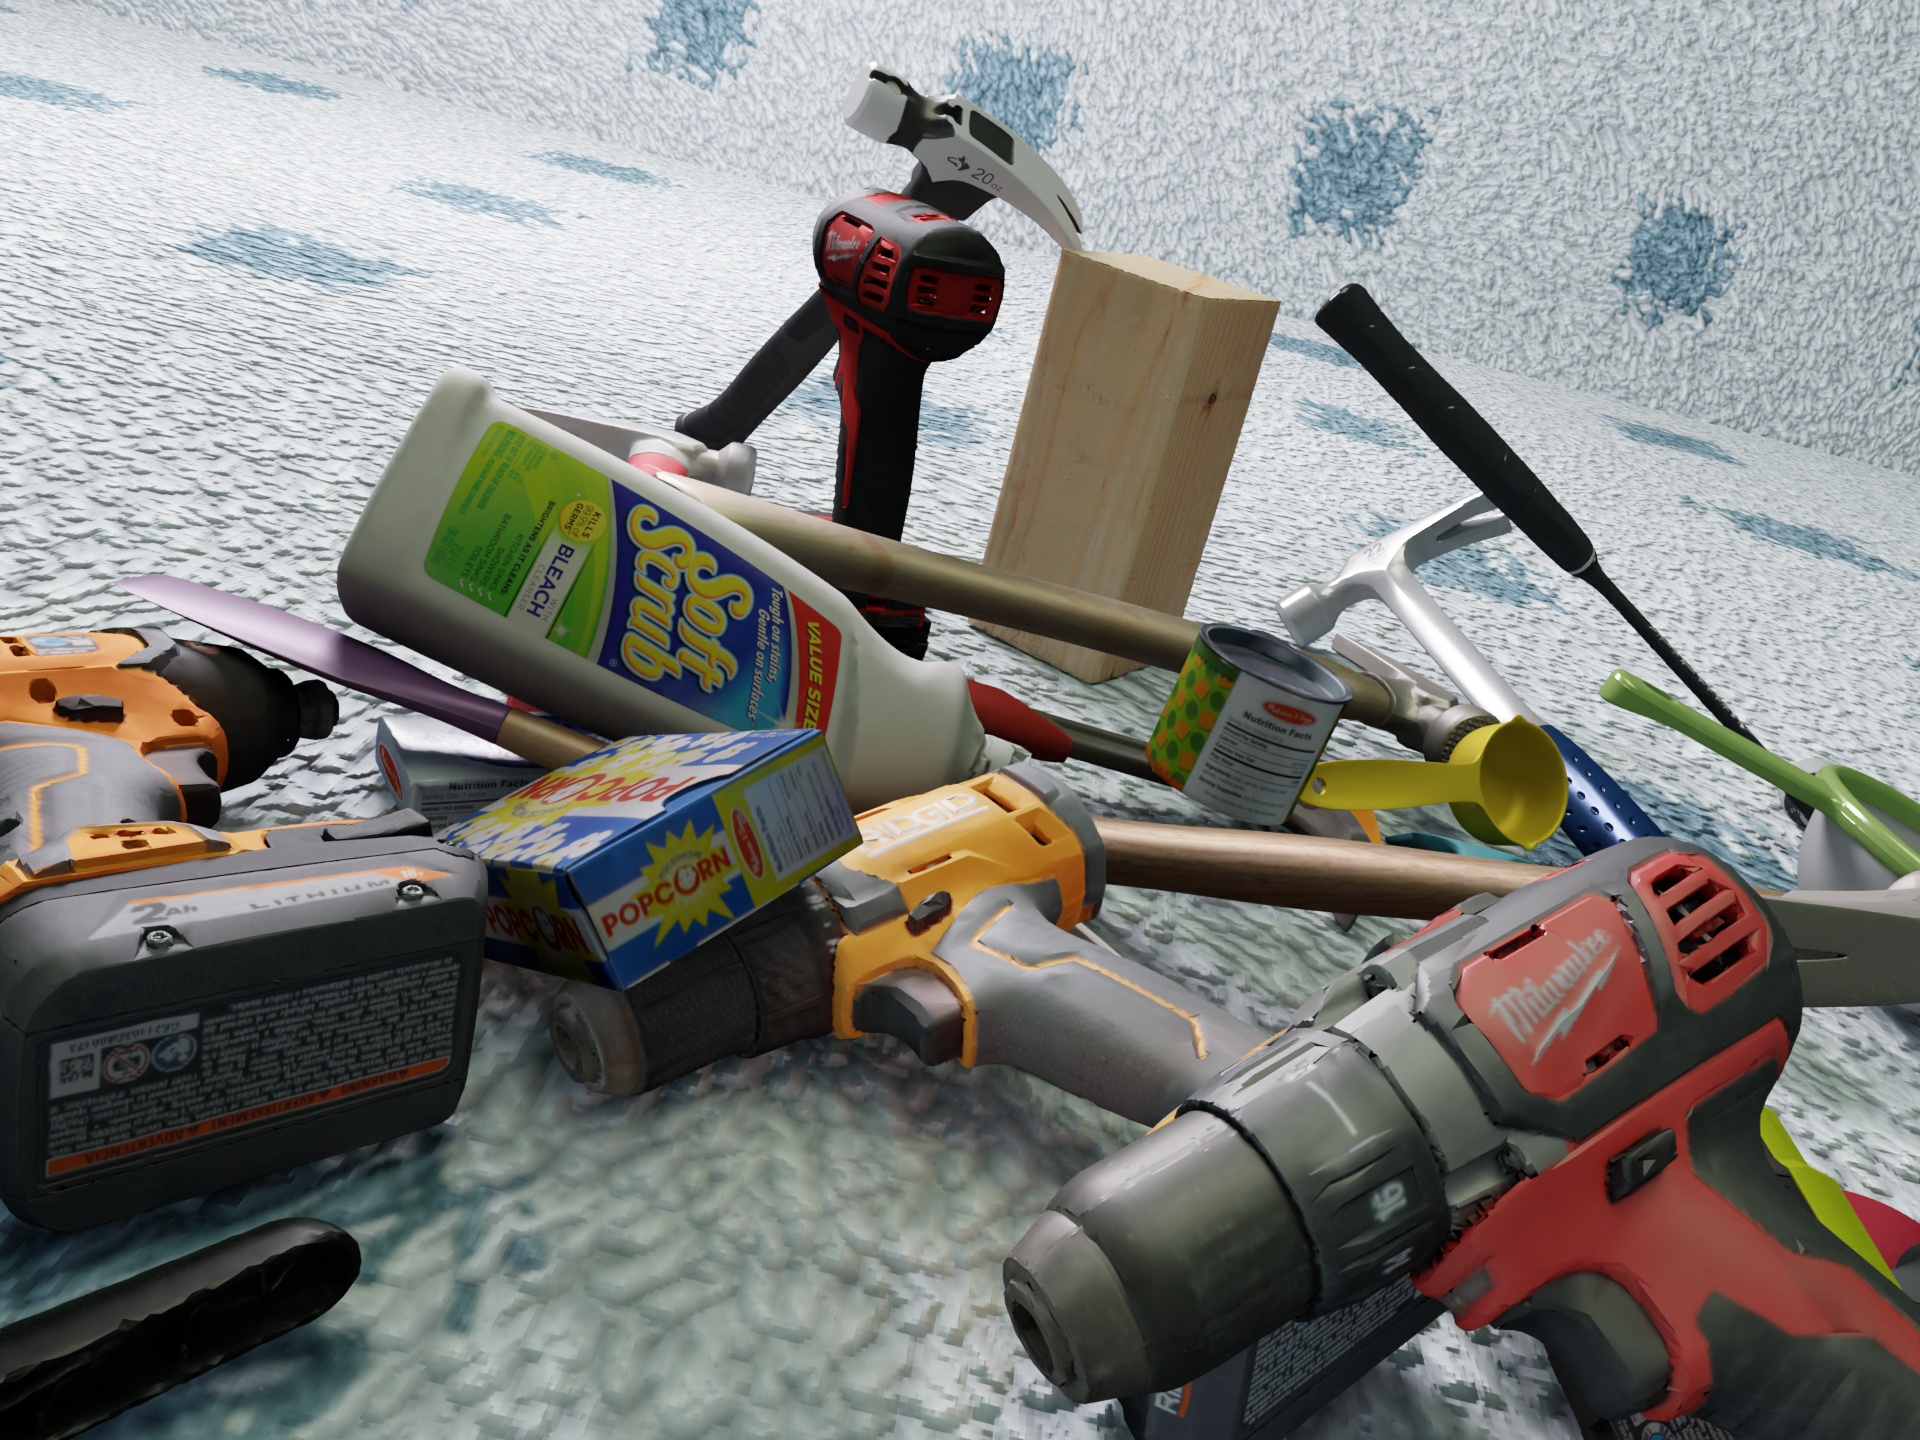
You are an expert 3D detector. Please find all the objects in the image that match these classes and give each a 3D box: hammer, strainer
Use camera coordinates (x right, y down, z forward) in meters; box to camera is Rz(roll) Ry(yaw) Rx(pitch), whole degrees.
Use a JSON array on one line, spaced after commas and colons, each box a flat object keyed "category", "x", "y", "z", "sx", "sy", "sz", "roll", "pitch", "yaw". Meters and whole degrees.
[{"category": "hammer", "x": -0.071, "y": -0.227, "z": 0.900, "sx": 0.146, "sy": 0.335, "sz": 0.035, "roll": 18, "pitch": 61, "yaw": -29}, {"category": "strainer", "x": 0.381, "y": 0.065, "z": 0.701, "sx": 0.256, "sy": 0.069, "sz": 0.151, "roll": 29, "pitch": 24, "yaw": -1}, {"category": "hammer", "x": 0.290, "y": 0.001, "z": 0.808, "sx": 0.035, "sy": 0.144, "sz": 0.406, "roll": 52, "pitch": 11, "yaw": -31}, {"category": "hammer", "x": -0.188, "y": -0.087, "z": 0.799, "sx": 0.143, "sy": 0.038, "sz": 0.387, "roll": 10, "pitch": 24, "yaw": -7}, {"category": "hammer", "x": 0.333, "y": -0.072, "z": 0.831, "sx": 0.409, "sy": 0.036, "sz": 0.149, "roll": 46, "pitch": 27, "yaw": -3}, {"category": "hammer", "x": -0.001, "y": -0.002, "z": 0.667, "sx": 0.359, "sy": 0.036, "sz": 0.149, "roll": 16, "pitch": 22, "yaw": -15}, {"category": "hammer", "x": 0.052, "y": -0.050, "z": 0.744, "sx": 0.410, "sy": 0.038, "sz": 0.146, "roll": 13, "pitch": 15, "yaw": -21}, {"category": "hammer", "x": 0.146, "y": 0.054, "z": 0.529, "sx": 0.331, "sy": 0.031, "sz": 0.130, "roll": 3, "pitch": 2, "yaw": 36}]

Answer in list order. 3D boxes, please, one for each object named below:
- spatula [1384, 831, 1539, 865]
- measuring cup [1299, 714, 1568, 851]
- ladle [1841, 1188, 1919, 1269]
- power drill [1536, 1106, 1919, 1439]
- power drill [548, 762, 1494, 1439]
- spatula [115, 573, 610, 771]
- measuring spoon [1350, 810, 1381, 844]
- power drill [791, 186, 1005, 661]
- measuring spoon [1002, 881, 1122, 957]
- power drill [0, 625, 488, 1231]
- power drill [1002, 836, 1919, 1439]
[{"category": "spatula", "x": 0.186, "y": 0.095, "z": 0.588, "sx": 0.082, "sy": 0.044, "sz": 0.317, "roll": 18, "pitch": 23, "yaw": 15}, {"category": "measuring cup", "x": 0.204, "y": 0.029, "z": 0.706, "sx": 0.156, "sy": 0.062, "sz": 0.029, "roll": 1, "pitch": -7, "yaw": -26}, {"category": "ladle", "x": 0.172, "y": 0.142, "z": 0.505, "sx": 0.315, "sy": 0.031, "sz": 0.069, "roll": 14, "pitch": 27, "yaw": 4}, {"category": "power drill", "x": 0.270, "y": 0.142, "z": 0.445, "sx": 0.223, "sy": 0.080, "sz": 0.171, "roll": 3, "pitch": 46, "yaw": -19}, {"category": "power drill", "x": 0.011, "y": 0.097, "z": 0.442, "sx": 0.185, "sy": 0.084, "sz": 0.226, "roll": -19, "pitch": 35, "yaw": -34}, {"category": "spatula", "x": -0.136, "y": 0.012, "z": 0.562, "sx": 0.316, "sy": 0.018, "sz": 0.060, "roll": 23, "pitch": 8, "yaw": -6}, {"category": "measuring spoon", "x": 0.183, "y": 0.053, "z": 0.734, "sx": 0.021, "sy": 0.011, "sz": 0.117, "roll": 0, "pitch": 24, "yaw": 12}, {"category": "power drill", "x": -0.052, "y": -0.145, "z": 0.776, "sx": 0.078, "sy": 0.219, "sz": 0.143, "roll": 0, "pitch": 27, "yaw": -30}, {"category": "measuring spoon", "x": 0.041, "y": 0.085, "z": 0.561, "sx": 0.018, "sy": 0.034, "sz": 0.124, "roll": -28, "pitch": 48, "yaw": -26}, {"category": "power drill", "x": -0.225, "y": 0.034, "z": 0.455, "sx": 0.164, "sy": 0.084, "sz": 0.227, "roll": -8, "pitch": 28, "yaw": -44}, {"category": "power drill", "x": 0.133, "y": 0.142, "z": 0.298, "sx": 0.188, "sy": 0.080, "sz": 0.227, "roll": -22, "pitch": 63, "yaw": -23}]
